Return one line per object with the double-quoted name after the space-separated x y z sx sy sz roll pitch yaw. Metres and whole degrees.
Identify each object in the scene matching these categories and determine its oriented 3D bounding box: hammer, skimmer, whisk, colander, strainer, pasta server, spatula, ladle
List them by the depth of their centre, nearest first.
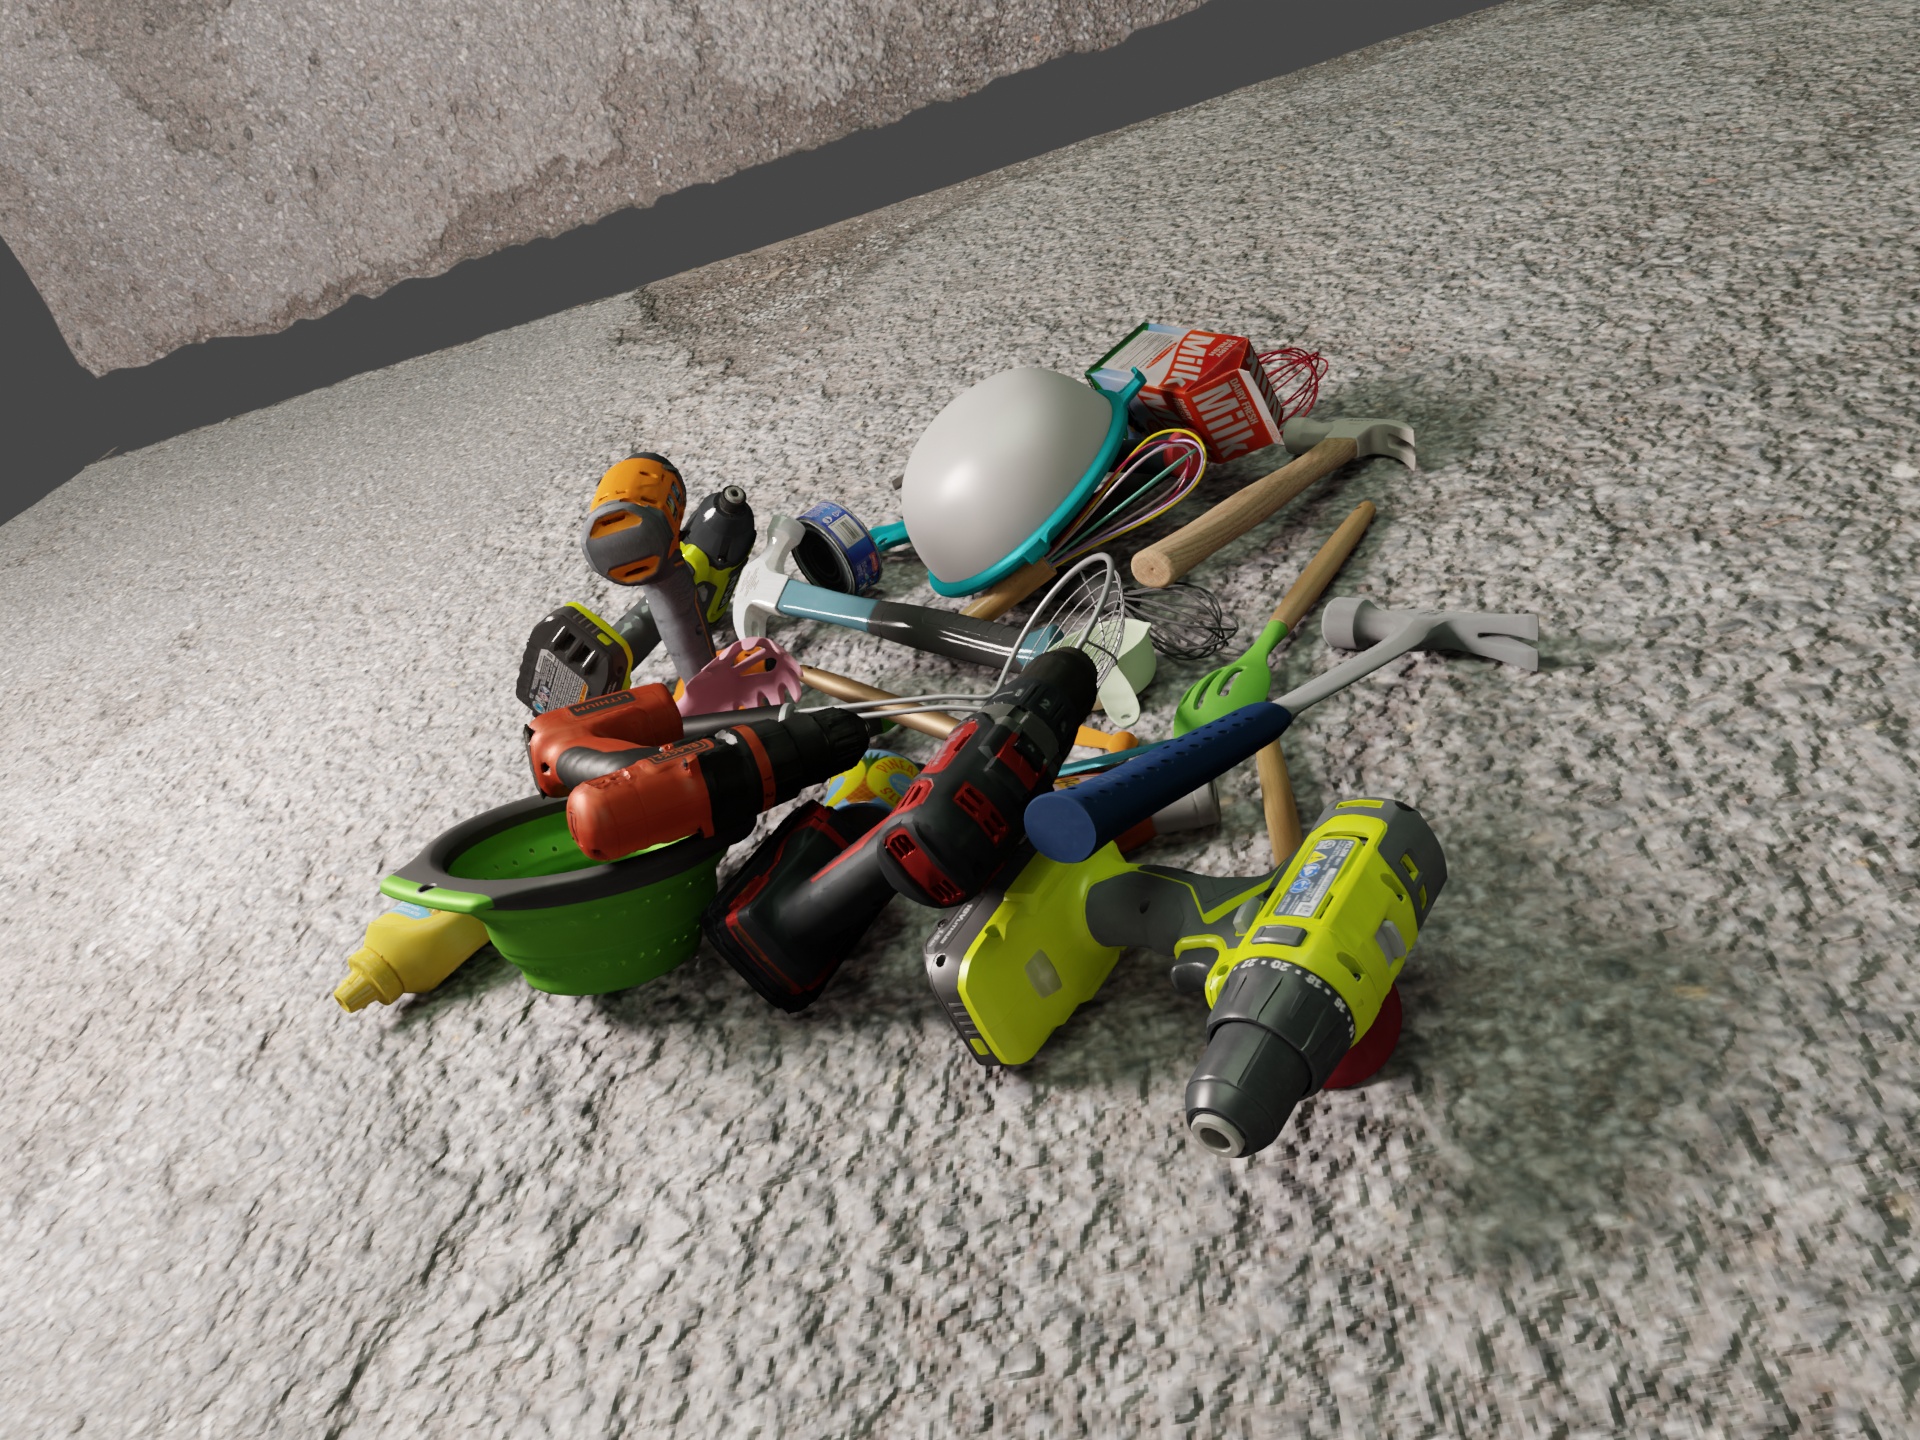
0.180 0.078 0.857 0.069 0.031 0.316 -16 27 12 "ladle"
0.180 -0.006 0.869 0.144 0.035 0.405 8 21 40 "hammer"
-0.066 -0.030 1.015 0.363 0.090 0.127 -7 39 20 "skimmer"
-0.167 0.082 1.030 0.204 0.094 0.397 4 19 41 "colander"
-0.002 -0.003 1.063 0.318 0.044 0.082 20 24 39 "spatula"
-0.241 0.026 1.133 0.316 0.060 0.040 -31 32 19 "pasta server"
0.119 -0.085 1.160 0.055 0.055 0.239 -31 26 -18 "whisk"
0.234 -0.169 1.187 0.130 0.031 0.331 8 29 40 "hammer"
0.082 -0.135 1.196 0.245 0.047 0.051 -37 13 17 "whisk"
-0.053 -0.078 1.227 0.331 0.033 0.128 15 77 38 "hammer"
-0.013 -0.198 1.294 0.340 0.095 0.211 -9 45 55 "strainer"
0.193 -0.230 1.349 0.296 0.073 0.073 -34 31 -10 "whisk"
0.074 -0.221 1.366 0.143 0.038 0.386 -33 22 -17 "hammer"

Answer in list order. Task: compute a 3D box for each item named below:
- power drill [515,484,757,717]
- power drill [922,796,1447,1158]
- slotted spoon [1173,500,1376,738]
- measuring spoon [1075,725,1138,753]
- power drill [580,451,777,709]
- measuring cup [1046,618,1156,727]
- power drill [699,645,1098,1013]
-0.256 -0.093 1.309 0.223 0.080 0.171 -50 -3 -37 "power drill"
0.095 0.116 0.753 0.228 0.080 0.191 -4 34 44 "power drill"
0.225 -0.075 1.088 0.070 0.031 0.314 -15 23 44 "slotted spoon"
0.072 0.005 1.065 0.021 0.011 0.117 -39 33 -30 "measuring spoon"
-0.205 -0.088 1.180 0.084 0.226 0.164 -17 29 6 "power drill"
0.101 -0.018 1.045 0.083 0.038 0.168 -21 24 4 "measuring cup"
-0.025 0.054 0.871 0.226 0.080 0.188 -35 11 43 "power drill"
